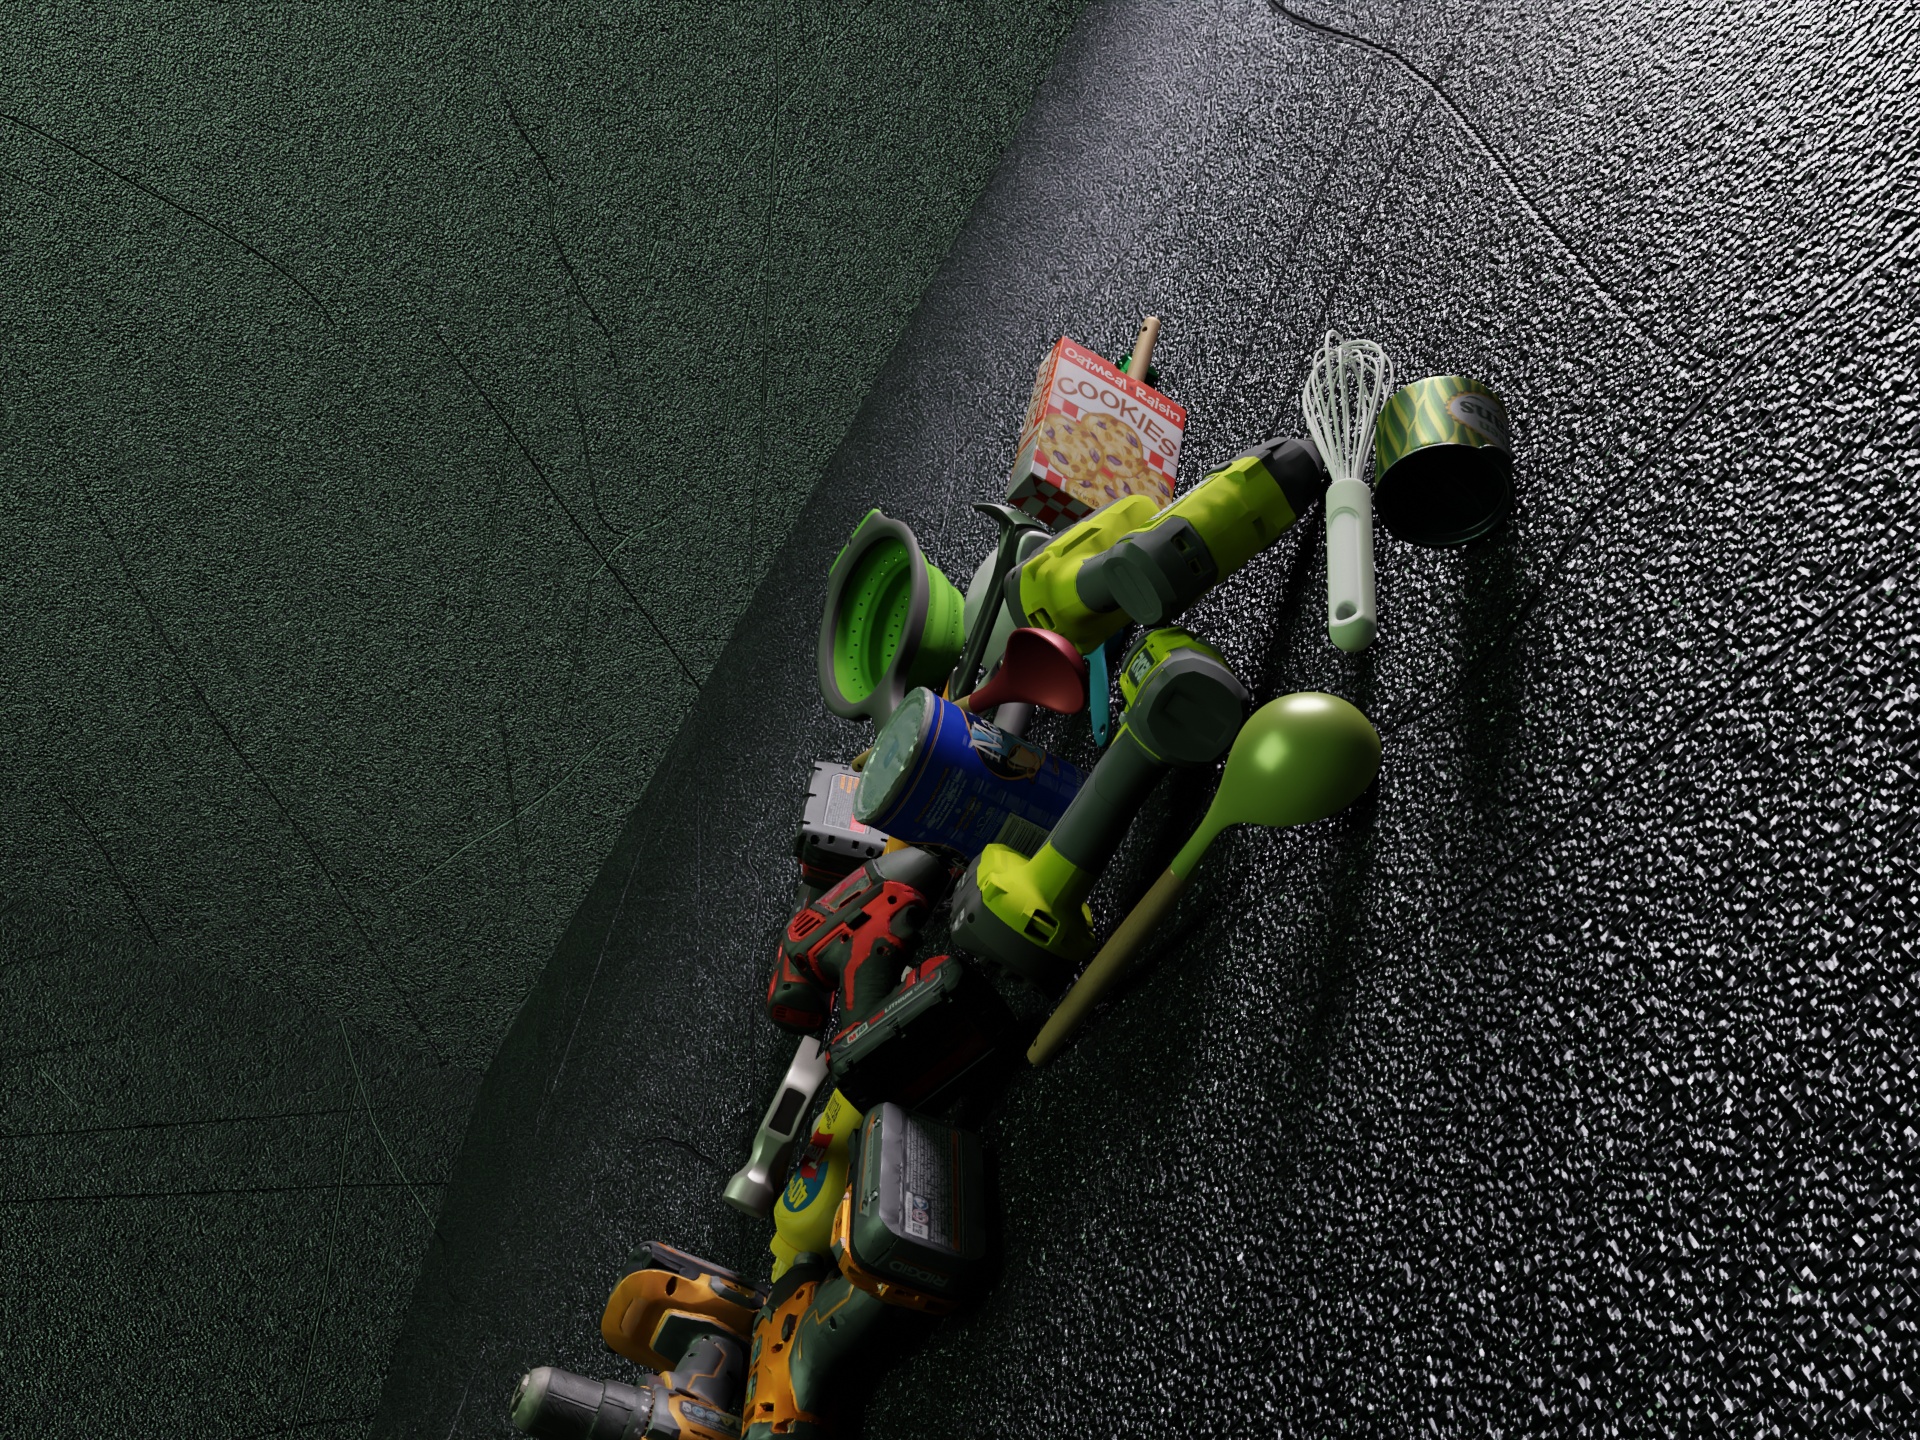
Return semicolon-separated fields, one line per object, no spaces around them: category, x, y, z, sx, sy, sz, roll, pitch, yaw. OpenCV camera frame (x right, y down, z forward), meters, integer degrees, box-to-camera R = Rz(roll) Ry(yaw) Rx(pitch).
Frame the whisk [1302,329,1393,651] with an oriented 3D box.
whisk;0.222;-0.136;0.912;0.058;0.059;0.247;-17;45;30

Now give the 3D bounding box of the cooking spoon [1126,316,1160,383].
cooking spoon;0.117;-0.194;1.313;0.069;0.017;0.319;4;69;43

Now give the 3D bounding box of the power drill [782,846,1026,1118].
power drill;-0.040;0.168;1.087;0.143;0.078;0.220;-37;28;2

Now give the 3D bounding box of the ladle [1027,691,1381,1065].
ladle;0.121;0.103;0.876;0.078;0.062;0.320;-83;18;-49

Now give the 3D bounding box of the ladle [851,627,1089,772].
ladle;-0.002;-0.004;1.157;0.031;0.069;0.315;-39;7;-35

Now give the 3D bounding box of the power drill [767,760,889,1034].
power drill;-0.119;0.145;1.426;0.188;0.080;0.226;-84;9;-55

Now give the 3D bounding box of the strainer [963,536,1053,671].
strainer;0.070;-0.150;1.370;0.256;0.069;0.152;-60;16;18

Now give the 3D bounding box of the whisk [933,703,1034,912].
whisk;0.021;0.052;1.247;0.055;0.055;0.239;-43;21;51

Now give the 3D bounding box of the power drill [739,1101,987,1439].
power drill;-0.067;0.348;0.992;0.226;0.084;0.164;-60;15;25

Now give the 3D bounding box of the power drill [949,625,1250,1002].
power drill;0.087;0.043;0.984;0.228;0.080;0.191;-57;6;11

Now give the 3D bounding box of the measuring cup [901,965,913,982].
measuring cup;-0.059;0.210;1.267;0.083;0.038;0.168;-59;14;13

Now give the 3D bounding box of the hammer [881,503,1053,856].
hammer;-0.011;-0.004;1.244;0.127;0.034;0.337;-127;54;-65

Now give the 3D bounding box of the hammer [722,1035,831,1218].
hammer;-0.137;0.322;1.178;0.331;0.031;0.130;111;-175;-64

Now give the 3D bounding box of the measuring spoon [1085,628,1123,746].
measuring spoon;0.109;-0.030;1.165;0.042;0.021;0.129;-47;31;43

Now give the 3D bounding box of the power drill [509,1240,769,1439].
power drill;-0.211;0.449;1.096;0.084;0.185;0.226;-64;12;4

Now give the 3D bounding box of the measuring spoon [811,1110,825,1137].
measuring spoon;-0.098;0.331;1.224;0.034;0.018;0.124;-63;16;0

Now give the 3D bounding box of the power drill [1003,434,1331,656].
power drill;0.134;-0.115;1.046;0.171;0.080;0.223;-37;8;-22

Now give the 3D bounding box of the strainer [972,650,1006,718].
strainer;0.006;-0.005;1.315;0.087;0.050;0.258;-46;-3;-30

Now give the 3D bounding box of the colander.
colander;-0.044;-0.030;1.546;0.204;0.094;0.398;-50;38;37
